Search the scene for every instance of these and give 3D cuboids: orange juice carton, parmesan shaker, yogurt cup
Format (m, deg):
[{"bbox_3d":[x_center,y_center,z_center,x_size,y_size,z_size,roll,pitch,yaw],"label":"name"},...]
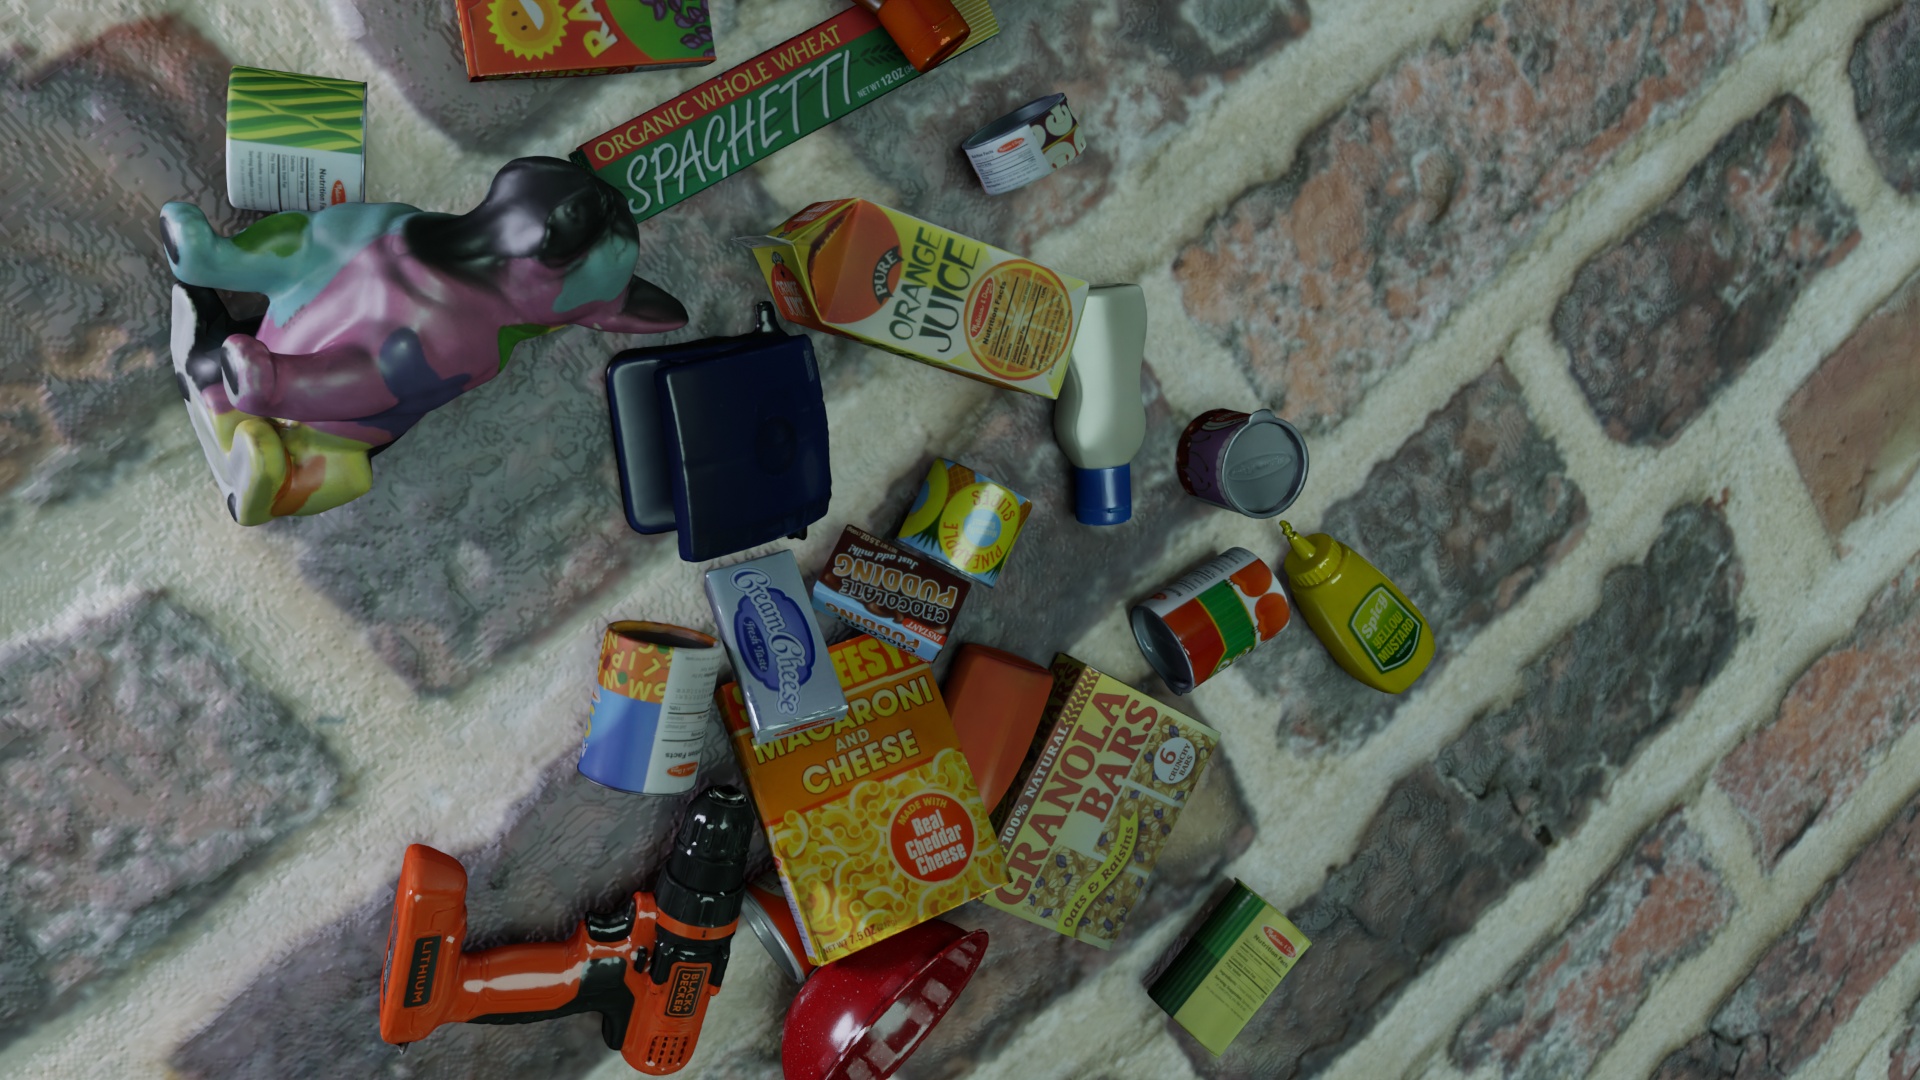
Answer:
[{"bbox_3d":[-0.031,-0.142,0.790,0.193,0.072,0.073,14,94,-26],"label":"orange juice carton"},{"bbox_3d":[0.186,0.299,0.977,0.103,0.071,0.071,-48,115,-8],"label":"parmesan shaker"},{"bbox_3d":[-0.096,0.224,0.839,0.054,0.072,0.072,-34,112,-23],"label":"yogurt cup"}]

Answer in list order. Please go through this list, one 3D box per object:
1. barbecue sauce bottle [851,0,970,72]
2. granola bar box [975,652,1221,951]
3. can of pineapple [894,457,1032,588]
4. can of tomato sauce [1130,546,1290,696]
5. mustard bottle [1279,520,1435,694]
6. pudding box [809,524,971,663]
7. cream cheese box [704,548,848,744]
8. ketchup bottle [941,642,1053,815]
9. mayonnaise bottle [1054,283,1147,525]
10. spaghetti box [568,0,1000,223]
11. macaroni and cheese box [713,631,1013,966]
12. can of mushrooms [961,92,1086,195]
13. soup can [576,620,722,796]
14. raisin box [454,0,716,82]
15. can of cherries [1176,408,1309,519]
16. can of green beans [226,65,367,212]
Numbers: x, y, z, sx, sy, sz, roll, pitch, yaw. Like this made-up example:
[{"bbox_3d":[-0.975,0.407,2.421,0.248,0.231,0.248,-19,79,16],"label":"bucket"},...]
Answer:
[{"bbox_3d":[-0.053,-0.320,0.738,0.065,0.043,0.148,-39,96,-14],"label":"barbecue sauce bottle"},{"bbox_3d":[0.083,0.173,0.921,0.124,0.039,0.165,28,89,-27],"label":"granola bar box"},{"bbox_3d":[0.003,-0.010,0.832,0.071,0.071,0.058,27,89,-26],"label":"can of pineapple"},{"bbox_3d":[0.166,0.053,0.918,0.083,0.071,0.071,-30,111,-16],"label":"can of tomato sauce"},{"bbox_3d":[0.269,0.041,0.971,0.160,0.049,0.065,44,80,-25],"label":"mustard bottle"},{"bbox_3d":[-0.042,0.032,0.817,0.084,0.030,0.050,26,62,0],"label":"pudding box"},{"bbox_3d":[-0.106,0.059,0.792,0.053,0.024,0.104,-15,68,-20],"label":"cream cheese box"},{"bbox_3d":[0.006,0.143,0.878,0.065,0.043,0.148,19,93,-25],"label":"ketchup bottle"},{"bbox_3d":[0.086,-0.085,0.871,0.065,0.041,0.147,-9,105,-21],"label":"mayonnaise bottle"},{"bbox_3d":[-0.092,-0.249,0.766,0.251,0.029,0.050,-33,110,-15],"label":"spaghetti box"},{"bbox_3d":[-0.058,0.145,0.816,0.124,0.040,0.166,-18,81,-21],"label":"macaroni and cheese box"},{"bbox_3d":[0.038,-0.231,0.808,0.071,0.071,0.033,-35,112,-14],"label":"can of mushrooms"},{"bbox_3d":[-0.176,0.092,0.778,0.071,0.071,0.083,10,95,-25],"label":"soup can"},{"bbox_3d":[-0.194,-0.282,0.709,0.124,0.040,0.086,-11,106,-21],"label":"raisin box"},{"bbox_3d":[0.184,-0.054,0.910,0.071,0.058,0.071,-5,102,-22],"label":"can of cherries"},{"bbox_3d":[-0.314,-0.188,0.660,0.058,0.071,0.071,2,100,-23],"label":"can of green beans"}]
